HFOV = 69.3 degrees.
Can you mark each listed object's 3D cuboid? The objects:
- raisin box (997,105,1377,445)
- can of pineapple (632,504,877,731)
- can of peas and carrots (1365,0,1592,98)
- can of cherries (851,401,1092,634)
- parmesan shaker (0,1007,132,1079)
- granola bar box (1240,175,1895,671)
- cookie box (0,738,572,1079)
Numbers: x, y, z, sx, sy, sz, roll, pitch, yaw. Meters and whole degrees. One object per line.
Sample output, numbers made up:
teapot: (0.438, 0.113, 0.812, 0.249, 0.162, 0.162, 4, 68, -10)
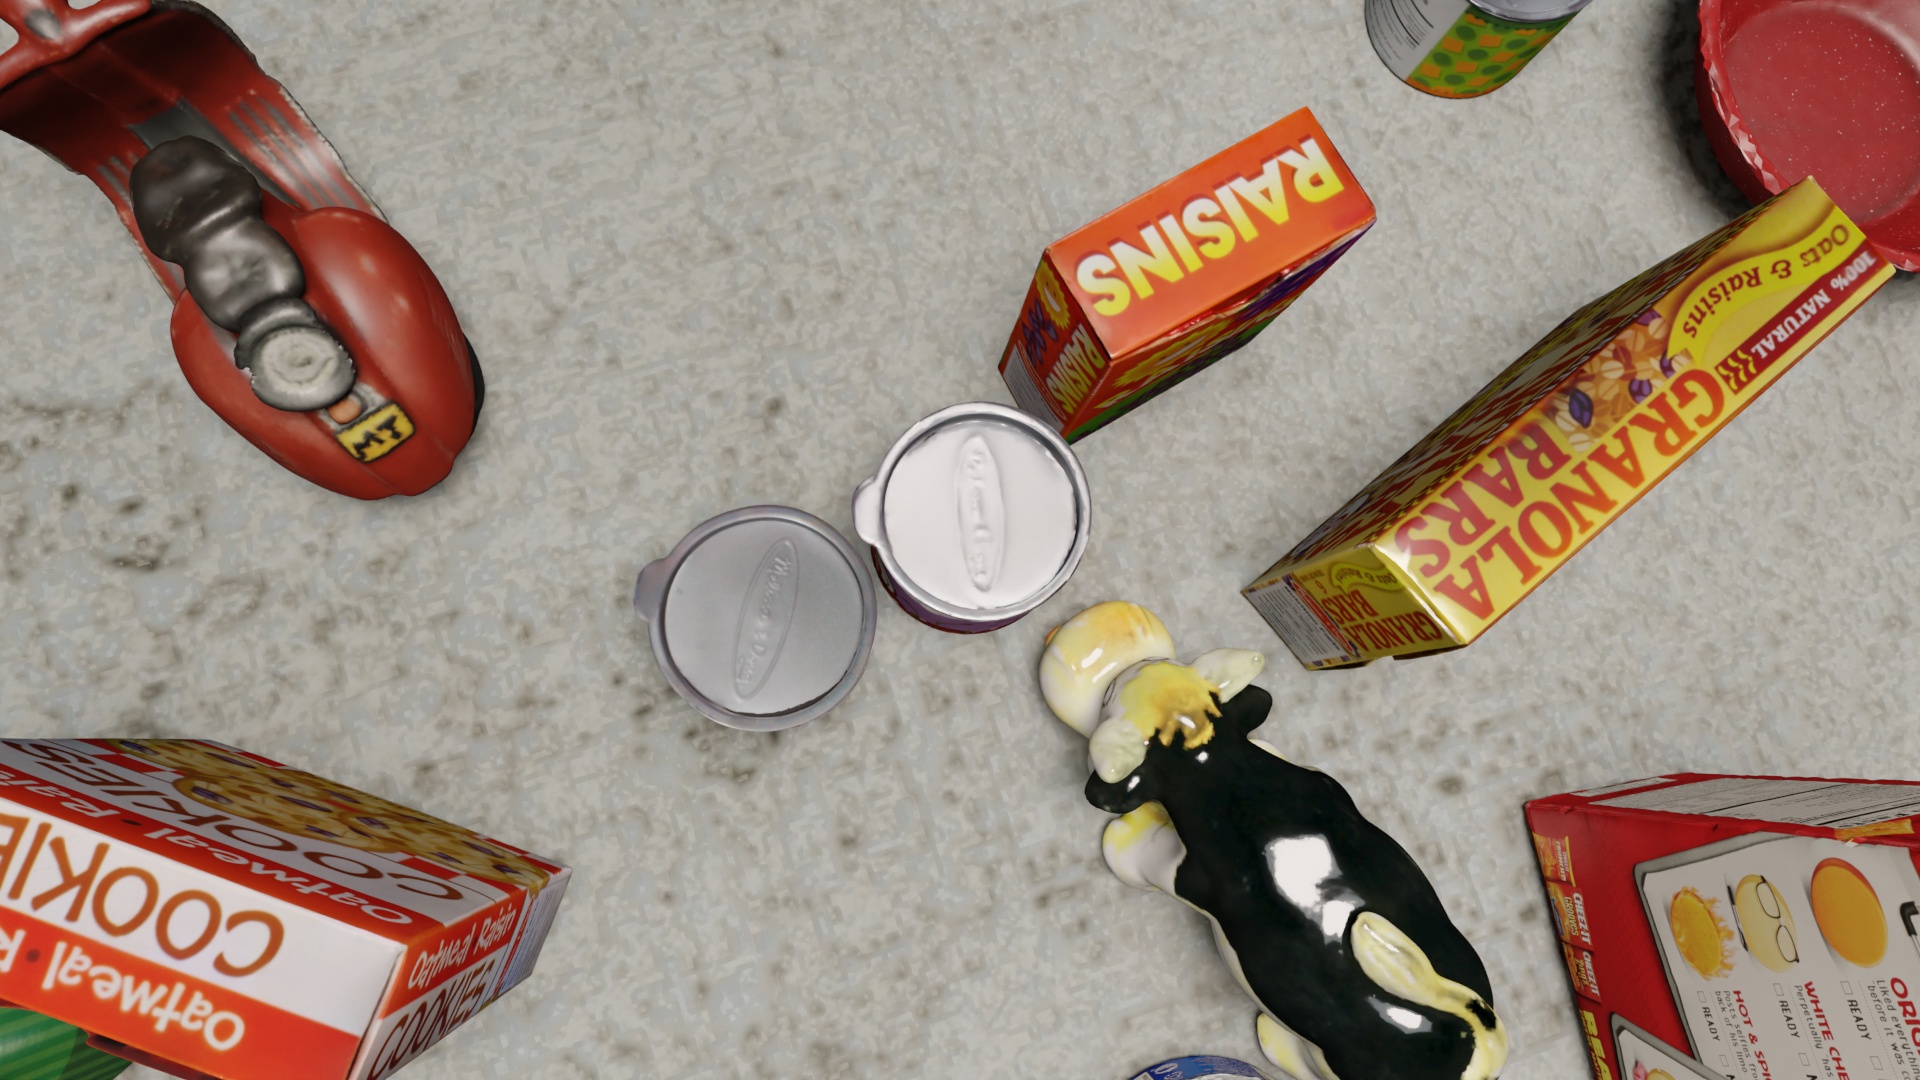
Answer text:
raisin box: (0.061, -0.072, 0.420, 0.086, 0.123, 0.040, -29, 85, -8)
can of pineapple: (-0.060, 0.025, 0.429, 0.071, 0.058, 0.071, 1, 81, -4)
can of peas and carrots: (0.184, -0.196, 0.482, 0.071, 0.058, 0.071, 1, 81, -4)
can of cherries: (0.002, -0.005, 0.438, 0.071, 0.058, 0.071, 1, 81, -4)
parmesan shaker: (-0.269, 0.132, 0.373, 0.071, 0.103, 0.071, 1, 82, -4)
granola bar box: (0.174, -0.027, 0.422, 0.166, 0.124, 0.039, -38, 86, -9)
cookie box: (-0.180, 0.089, 0.354, 0.123, 0.167, 0.040, 20, 81, -1)
